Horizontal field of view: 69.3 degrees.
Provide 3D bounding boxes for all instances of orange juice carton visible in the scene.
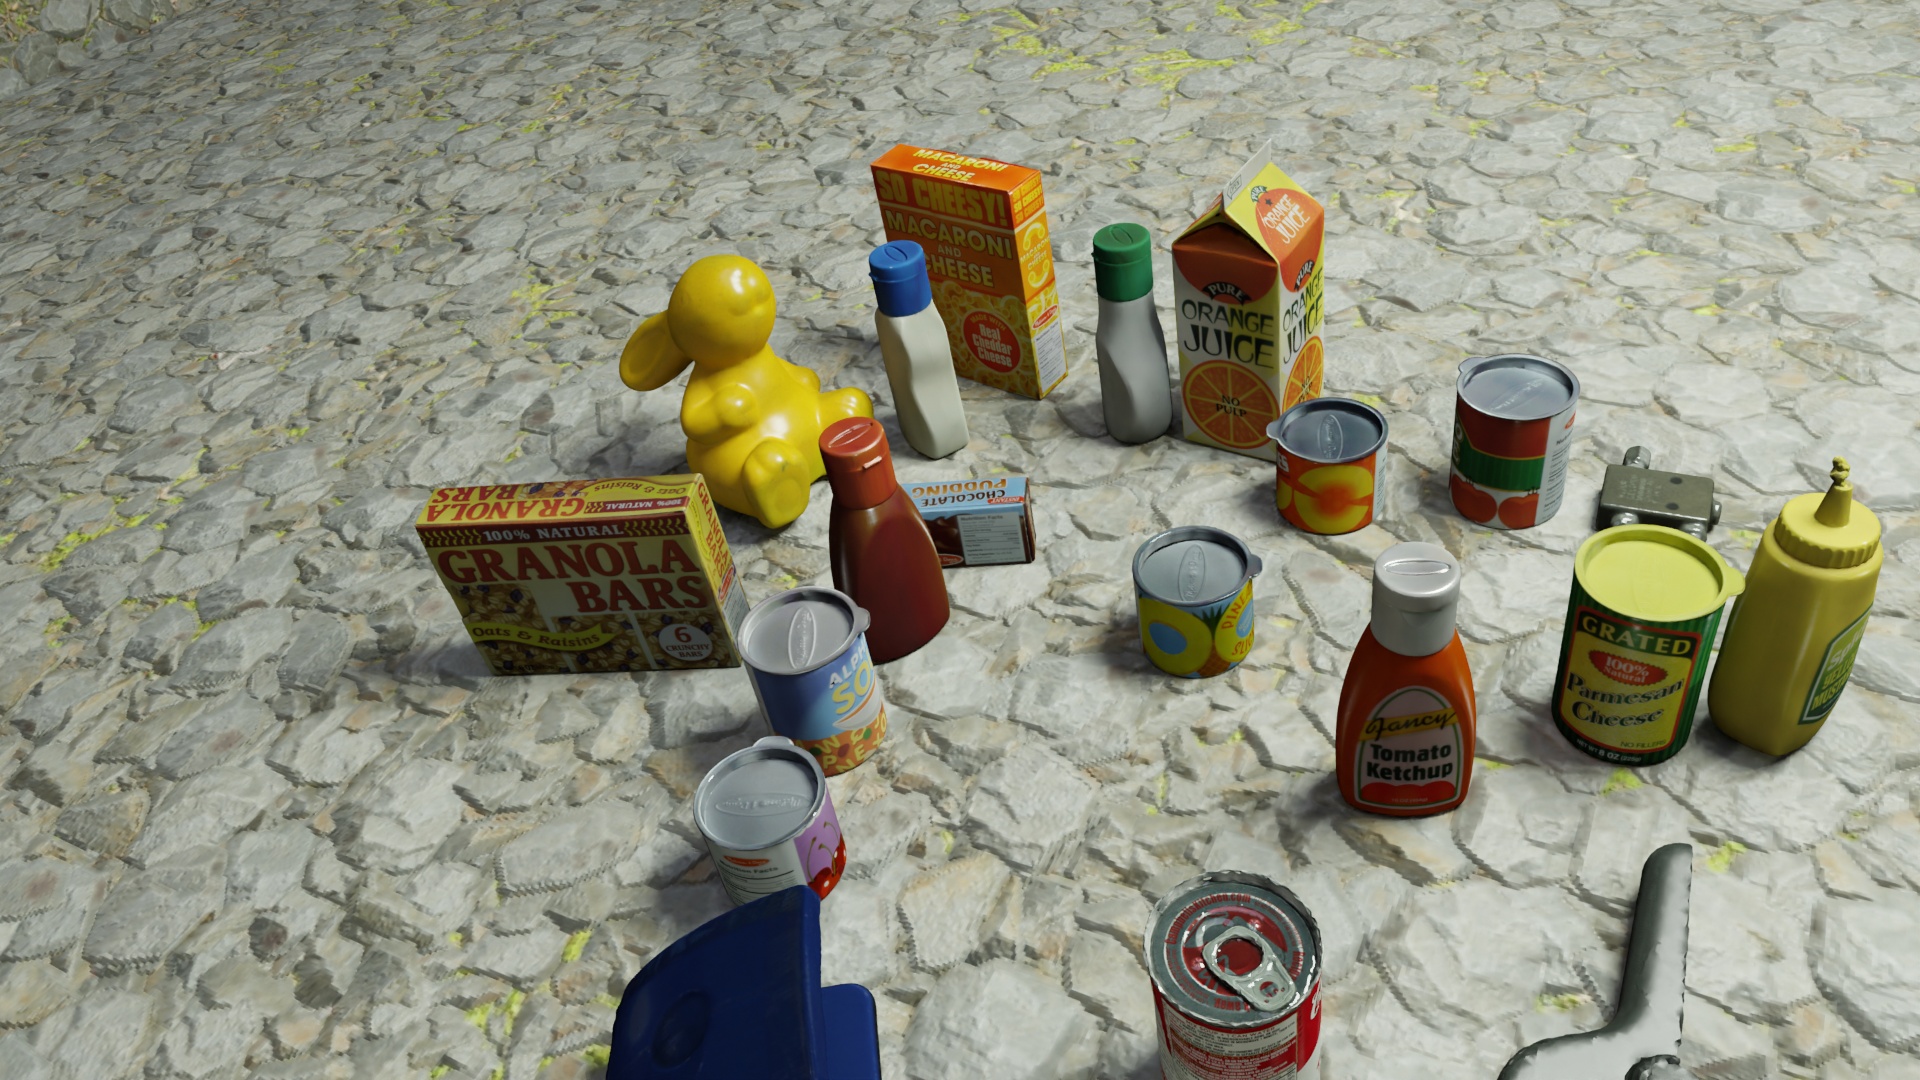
[{"bbox_3d":[0.184,-0.151,0.879,0.073,0.191,0.072,17,47,31],"label":"orange juice carton"}]

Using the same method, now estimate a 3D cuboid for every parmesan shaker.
[{"bbox_3d":[0.329,0.053,0.672,0.071,0.102,0.072,-7,40,6],"label":"parmesan shaker"}]

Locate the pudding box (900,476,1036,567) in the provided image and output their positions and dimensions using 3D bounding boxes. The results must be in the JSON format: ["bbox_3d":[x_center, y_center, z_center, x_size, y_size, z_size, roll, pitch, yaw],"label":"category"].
[{"bbox_3d":[0.003,-0.011,0.867,0.084,0.049,0.030,-4,40,9],"label":"pudding box"}]

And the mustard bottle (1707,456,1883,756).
[{"bbox_3d":[0.389,0.029,0.641,0.065,0.159,0.049,-33,44,-24],"label":"mustard bottle"}]

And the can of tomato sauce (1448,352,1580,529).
[{"bbox_3d":[0.324,-0.059,0.821,0.071,0.082,0.071,-7,40,6],"label":"can of tomato sauce"}]

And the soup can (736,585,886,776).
[{"bbox_3d":[-0.076,0.077,0.755,0.071,0.083,0.072,-7,40,6],"label":"soup can"}]

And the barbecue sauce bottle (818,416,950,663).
[{"bbox_3d":[-0.047,-0.001,0.790,0.065,0.147,0.044,-31,43,-22],"label":"barbecue sauce bottle"}]

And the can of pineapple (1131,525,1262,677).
[{"bbox_3d":[0.132,0.035,0.776,0.071,0.057,0.071,-7,40,6],"label":"can of pineapple"}]

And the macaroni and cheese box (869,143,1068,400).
[{"bbox_3d":[0.008,-0.192,0.990,0.124,0.165,0.040,21,49,33],"label":"macaroni and cheese box"}]

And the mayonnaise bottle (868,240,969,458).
[{"bbox_3d":[-0.030,-0.129,0.939,0.041,0.147,0.065,-26,41,-17],"label":"mayonnaise bottle"}]

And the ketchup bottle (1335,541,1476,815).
[{"bbox_3d":[0.209,0.066,0.648,0.065,0.148,0.044,-3,40,11],"label":"ketchup bottle"}]

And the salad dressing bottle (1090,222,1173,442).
[{"bbox_3d":[0.111,-0.135,0.912,0.044,0.147,0.064,-18,40,-8],"label":"salad dressing bottle"}]

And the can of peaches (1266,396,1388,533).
[{"bbox_3d":[0.224,-0.046,0.849,0.071,0.057,0.071,-7,40,6],"label":"can of peaches"}]

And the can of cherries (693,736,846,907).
[{"bbox_3d":[-0.093,0.144,0.699,0.071,0.058,0.072,-7,40,6],"label":"can of cherries"}]

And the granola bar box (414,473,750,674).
[{"bbox_3d":[-0.219,0.023,0.822,0.165,0.123,0.039,-3,40,10],"label":"granola bar box"}]
